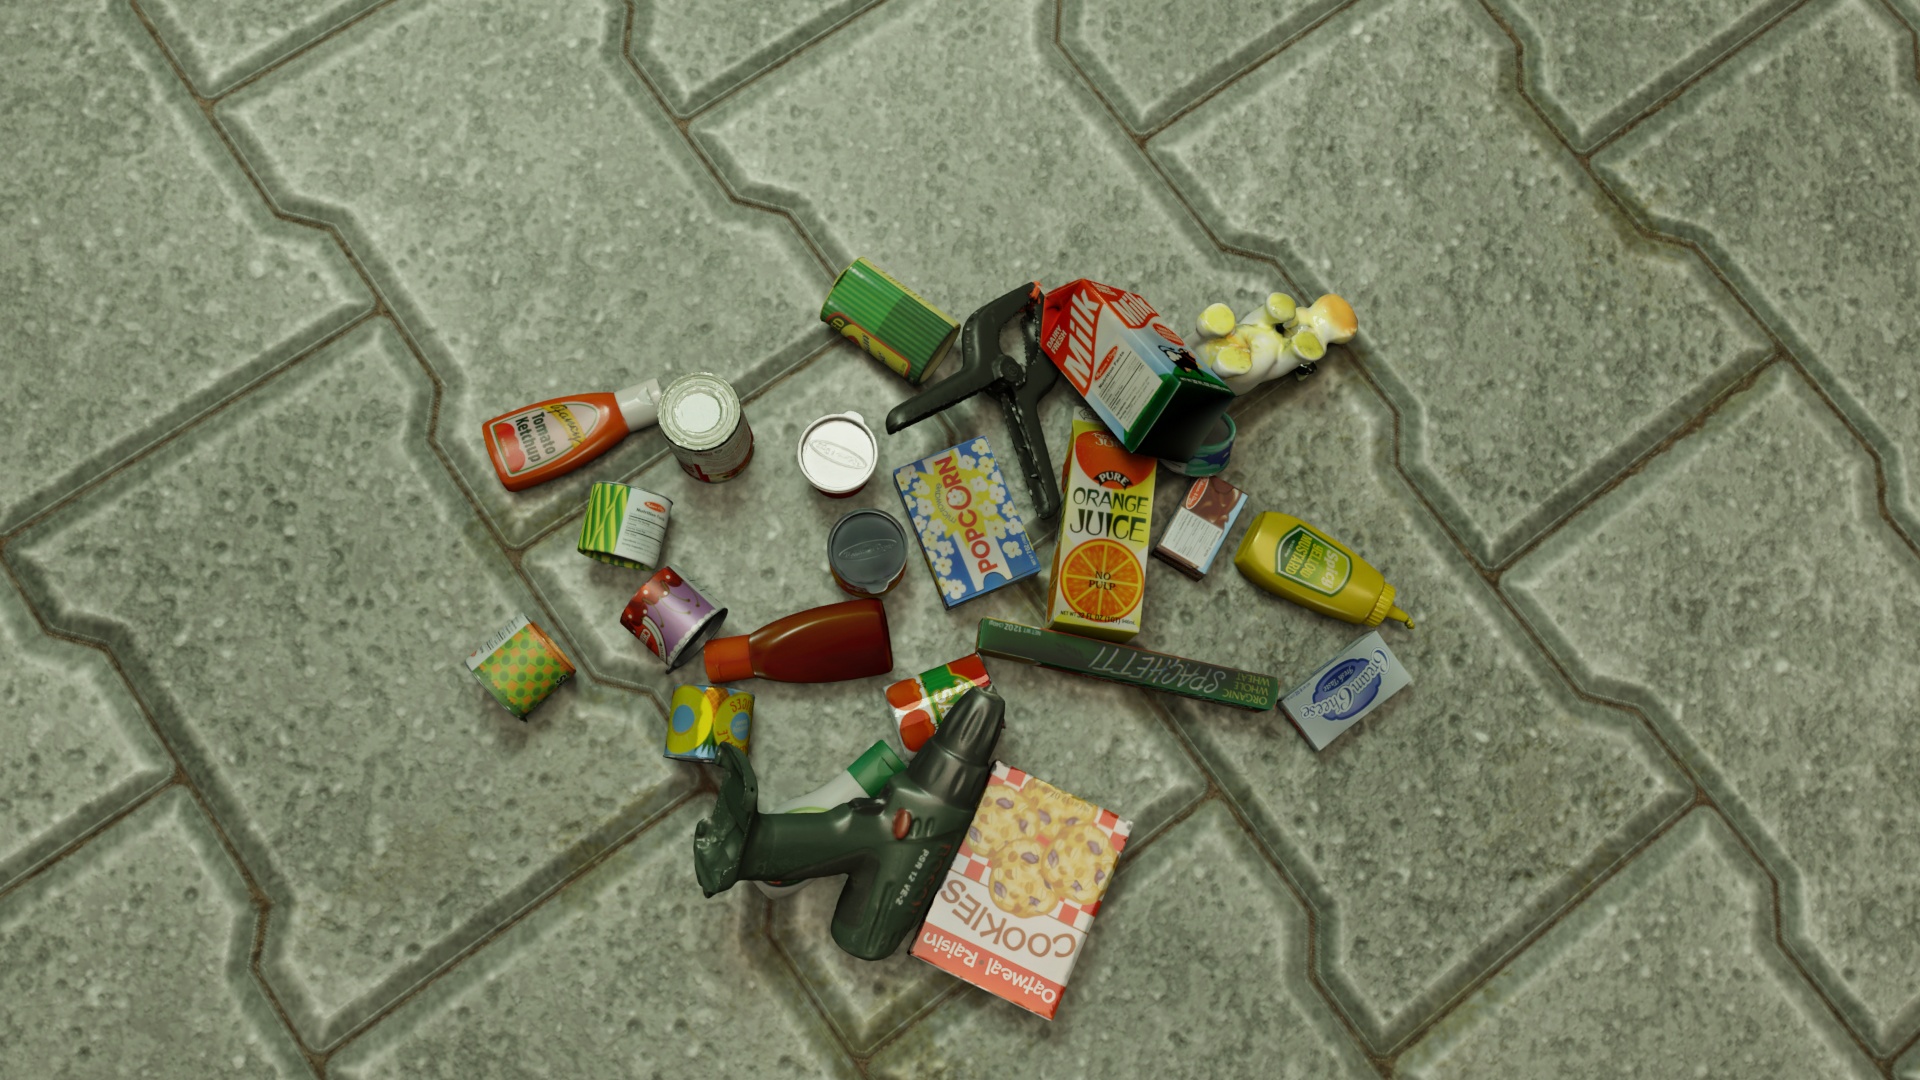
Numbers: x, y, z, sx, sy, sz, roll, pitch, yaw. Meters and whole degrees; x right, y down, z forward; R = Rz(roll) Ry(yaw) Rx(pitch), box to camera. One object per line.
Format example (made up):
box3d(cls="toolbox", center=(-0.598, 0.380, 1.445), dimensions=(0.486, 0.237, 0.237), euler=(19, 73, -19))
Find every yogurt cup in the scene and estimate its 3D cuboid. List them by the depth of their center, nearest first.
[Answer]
box3d(cls="yogurt cup", center=(-0.102, -0.067, 1.166), dimensions=(0.072, 0.054, 0.072), euler=(1, 78, -3))

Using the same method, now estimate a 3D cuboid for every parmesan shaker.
box3d(cls="parmesan shaker", center=(-0.060, -0.187, 1.186), dimensions=(0.103, 0.071, 0.071), euler=(35, 78, 4))

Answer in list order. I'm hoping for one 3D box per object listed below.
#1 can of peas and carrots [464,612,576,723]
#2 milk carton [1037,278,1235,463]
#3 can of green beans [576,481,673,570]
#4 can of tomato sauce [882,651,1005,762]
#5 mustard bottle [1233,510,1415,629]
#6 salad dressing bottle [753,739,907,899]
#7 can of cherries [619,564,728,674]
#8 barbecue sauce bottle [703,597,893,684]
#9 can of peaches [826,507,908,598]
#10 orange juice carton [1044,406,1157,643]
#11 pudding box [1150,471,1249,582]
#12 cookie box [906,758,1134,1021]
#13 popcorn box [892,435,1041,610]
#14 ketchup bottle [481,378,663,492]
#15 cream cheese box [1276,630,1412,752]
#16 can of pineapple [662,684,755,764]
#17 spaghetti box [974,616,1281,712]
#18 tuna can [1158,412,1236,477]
box3d(cls="can of peas and carrots", center=(-0.349, 0.102, 1.109), dimensions=(0.059, 0.071, 0.071), euler=(-43, 83, -11))
box3d(cls="milk carton", center=(0.135, -0.154, 1.156), dimensions=(0.072, 0.073, 0.191), euler=(6, 37, -41))
box3d(cls="can of green beans", center=(-0.275, -0.011, 1.137), dimensions=(0.071, 0.071, 0.058), euler=(12, 78, -1))
box3d(cls="can of tomato sauce", center=(-0.013, 0.135, 1.119), dimensions=(0.083, 0.071, 0.071), euler=(-20, 80, -7))
box3d(cls="mustard bottle", center=(0.314, 0.033, 1.171), dimensions=(0.160, 0.048, 0.065), euler=(27, 79, 3))
box3d(cls="salad dressing bottle", center=(-0.108, 0.220, 1.107), dimensions=(0.148, 0.044, 0.064), euler=(-41, 90, -11))
box3d(cls="can of cherries", center=(-0.233, 0.063, 1.122), dimensions=(0.058, 0.071, 0.071), euler=(40, 79, 6))
box3d(cls="barbecue sauce bottle", center=(-0.132, 0.088, 1.131), dimensions=(0.149, 0.044, 0.064), euler=(-9, 114, 0))
box3d(cls="can of peaches", center=(-0.076, 0.014, 1.148), dimensions=(0.071, 0.058, 0.071), euler=(1, 78, -4))
box3d(cls="orange juice carton", center=(0.119, -0.016, 1.158), dimensions=(0.072, 0.073, 0.193), euler=(8, 77, -1))
box3d(cls="pudding box", center=(0.204, -0.013, 1.184), dimensions=(0.050, 0.030, 0.084), euler=(30, 78, 4))
box3d(cls="cookie box", center=(0.048, 0.277, 1.107), dimensions=(0.123, 0.040, 0.168), euler=(25, 76, 2))
box3d(cls="popcorn box", center=(0.004, -0.015, 1.169), dimensions=(0.085, 0.038, 0.127), euler=(-21, 79, -9))
box3d(cls="ketchup bottle", center=(-0.319, -0.094, 1.165), dimensions=(0.149, 0.043, 0.065), euler=(-22, 80, -8))
box3d(cls="cream cheese box", center=(0.321, 0.126, 1.164), dimensions=(0.104, 0.024, 0.053), euler=(-35, 83, -10))
box3d(cls="can of pineapple", center=(-0.198, 0.148, 1.106), dimensions=(0.071, 0.071, 0.058), euler=(6, 77, -2))
box3d(cls="spaghetti box", center=(0.136, 0.103, 1.145), dimensions=(0.250, 0.050, 0.029), euler=(12, 80, -1))
box3d(cls="tuna can", center=(0.202, -0.088, 1.184), dimensions=(0.071, 0.032, 0.071), euler=(3, 42, -3))
